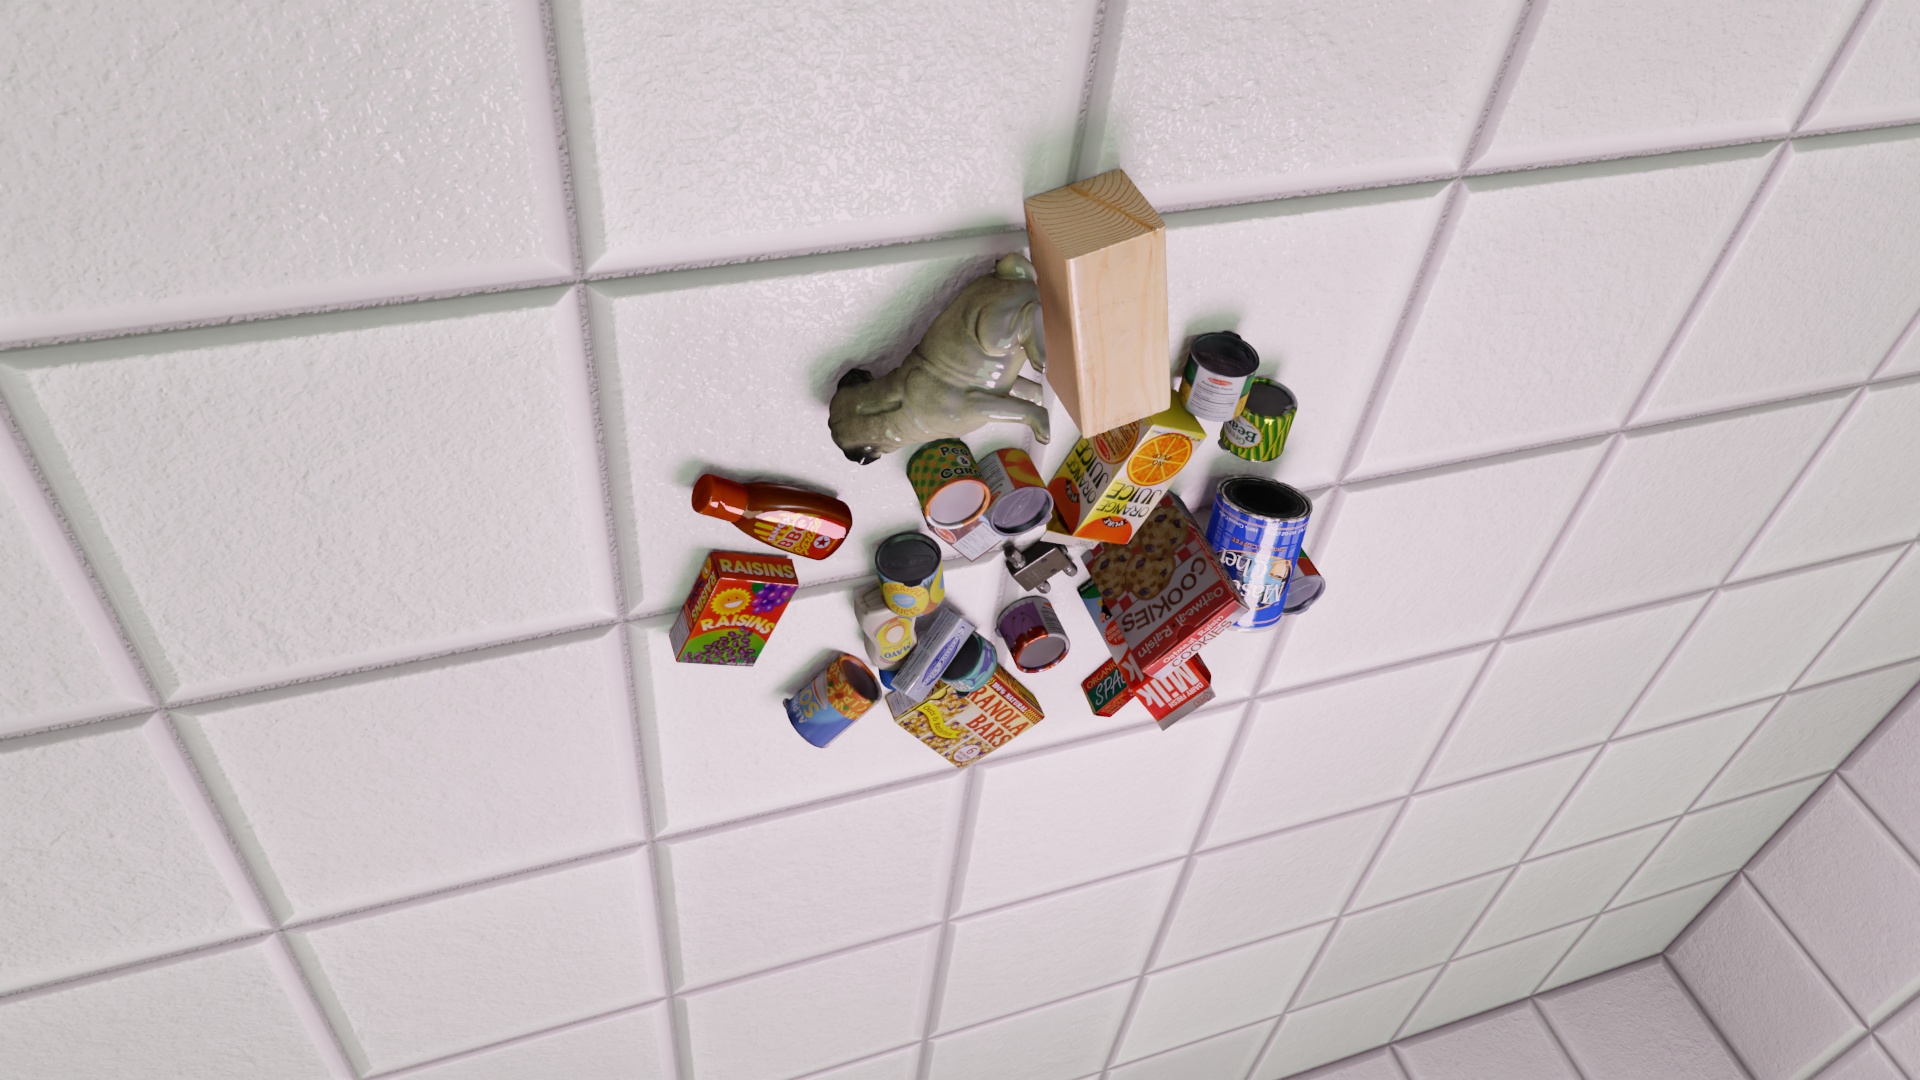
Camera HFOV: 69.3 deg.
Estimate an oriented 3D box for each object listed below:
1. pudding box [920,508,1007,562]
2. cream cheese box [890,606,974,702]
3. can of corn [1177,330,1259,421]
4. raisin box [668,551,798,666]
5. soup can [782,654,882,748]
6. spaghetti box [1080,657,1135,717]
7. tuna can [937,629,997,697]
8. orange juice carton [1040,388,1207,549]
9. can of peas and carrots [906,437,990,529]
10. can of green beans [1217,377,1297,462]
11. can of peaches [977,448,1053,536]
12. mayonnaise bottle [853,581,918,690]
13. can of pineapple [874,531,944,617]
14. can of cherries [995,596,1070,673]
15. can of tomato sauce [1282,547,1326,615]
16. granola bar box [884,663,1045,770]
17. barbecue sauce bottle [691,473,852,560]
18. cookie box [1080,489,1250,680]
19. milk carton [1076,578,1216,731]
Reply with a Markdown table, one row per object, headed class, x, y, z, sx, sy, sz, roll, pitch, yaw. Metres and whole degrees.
| class | x | y | z | sx | sy | sz | roll | pitch | yaw |
| --- | --- | --- | --- | --- | --- | --- | --- | --- | --- |
| pudding box | 0.005 | -0.017 | 1.383 | 0.049 | 0.030 | 0.083 | -36 | 139 | 14 |
| cream cheese box | -0.029 | 0.122 | 1.482 | 0.104 | 0.024 | 0.053 | -54 | 158 | -3 |
| can of corn | 0.247 | -0.157 | 1.328 | 0.071 | 0.071 | 0.058 | -10 | 139 | -18 |
| raisin box | -0.221 | 0.068 | 1.353 | 0.086 | 0.040 | 0.122 | 7 | 132 | -32 |
| soup can | -0.137 | 0.170 | 1.490 | 0.083 | 0.071 | 0.071 | -42 | 138 | 18 |
| spaghetti box | 0.244 | 0.117 | 1.639 | 0.028 | 0.050 | 0.249 | 25 | 120 | -42 |
| tuna can | 0.004 | 0.133 | 1.516 | 0.071 | 0.071 | 0.032 | -36 | 138 | 13 |
| orange juice carton | 0.152 | -0.062 | 1.376 | 0.072 | 0.073 | 0.191 | 7 | 131 | -33 |
| can of peas and carrots | -0.010 | -0.055 | 1.311 | 0.071 | 0.059 | 0.070 | -15 | 140 | -13 |
| can of green beans | 0.299 | -0.121 | 1.392 | 0.071 | 0.071 | 0.057 | -10 | 138 | -17 |
| can of peaches | 0.051 | -0.046 | 1.352 | 0.071 | 0.058 | 0.070 | -15 | 139 | -13 |
| mayonnaise bottle | -0.074 | 0.102 | 1.464 | 0.065 | 0.041 | 0.147 | -23 | 141 | -15 |
| can of pineapple | -0.050 | 0.036 | 1.382 | 0.071 | 0.071 | 0.057 | -17 | 140 | -10 |
| can of cherries | 0.079 | 0.106 | 1.535 | 0.071 | 0.058 | 0.071 | -15 | 139 | -13 |
| can of tomato sauce | 0.368 | 0.034 | 1.586 | 0.071 | 0.083 | 0.070 | -14 | 140 | -13 |
| granola bar box | 0.008 | 0.195 | 1.611 | 0.124 | 0.039 | 0.165 | -34 | 140 | 10 |
| barbecue sauce bottle | -0.174 | -0.025 | 1.271 | 0.148 | 0.044 | 0.064 | 18 | 125 | -39 |
| cookie box | 0.210 | 0.044 | 1.448 | 0.122 | 0.168 | 0.040 | -42 | 137 | 19 |
| milk carton | 0.206 | 0.114 | 1.505 | 0.072 | 0.191 | 0.073 | -37 | 139 | 14 |
